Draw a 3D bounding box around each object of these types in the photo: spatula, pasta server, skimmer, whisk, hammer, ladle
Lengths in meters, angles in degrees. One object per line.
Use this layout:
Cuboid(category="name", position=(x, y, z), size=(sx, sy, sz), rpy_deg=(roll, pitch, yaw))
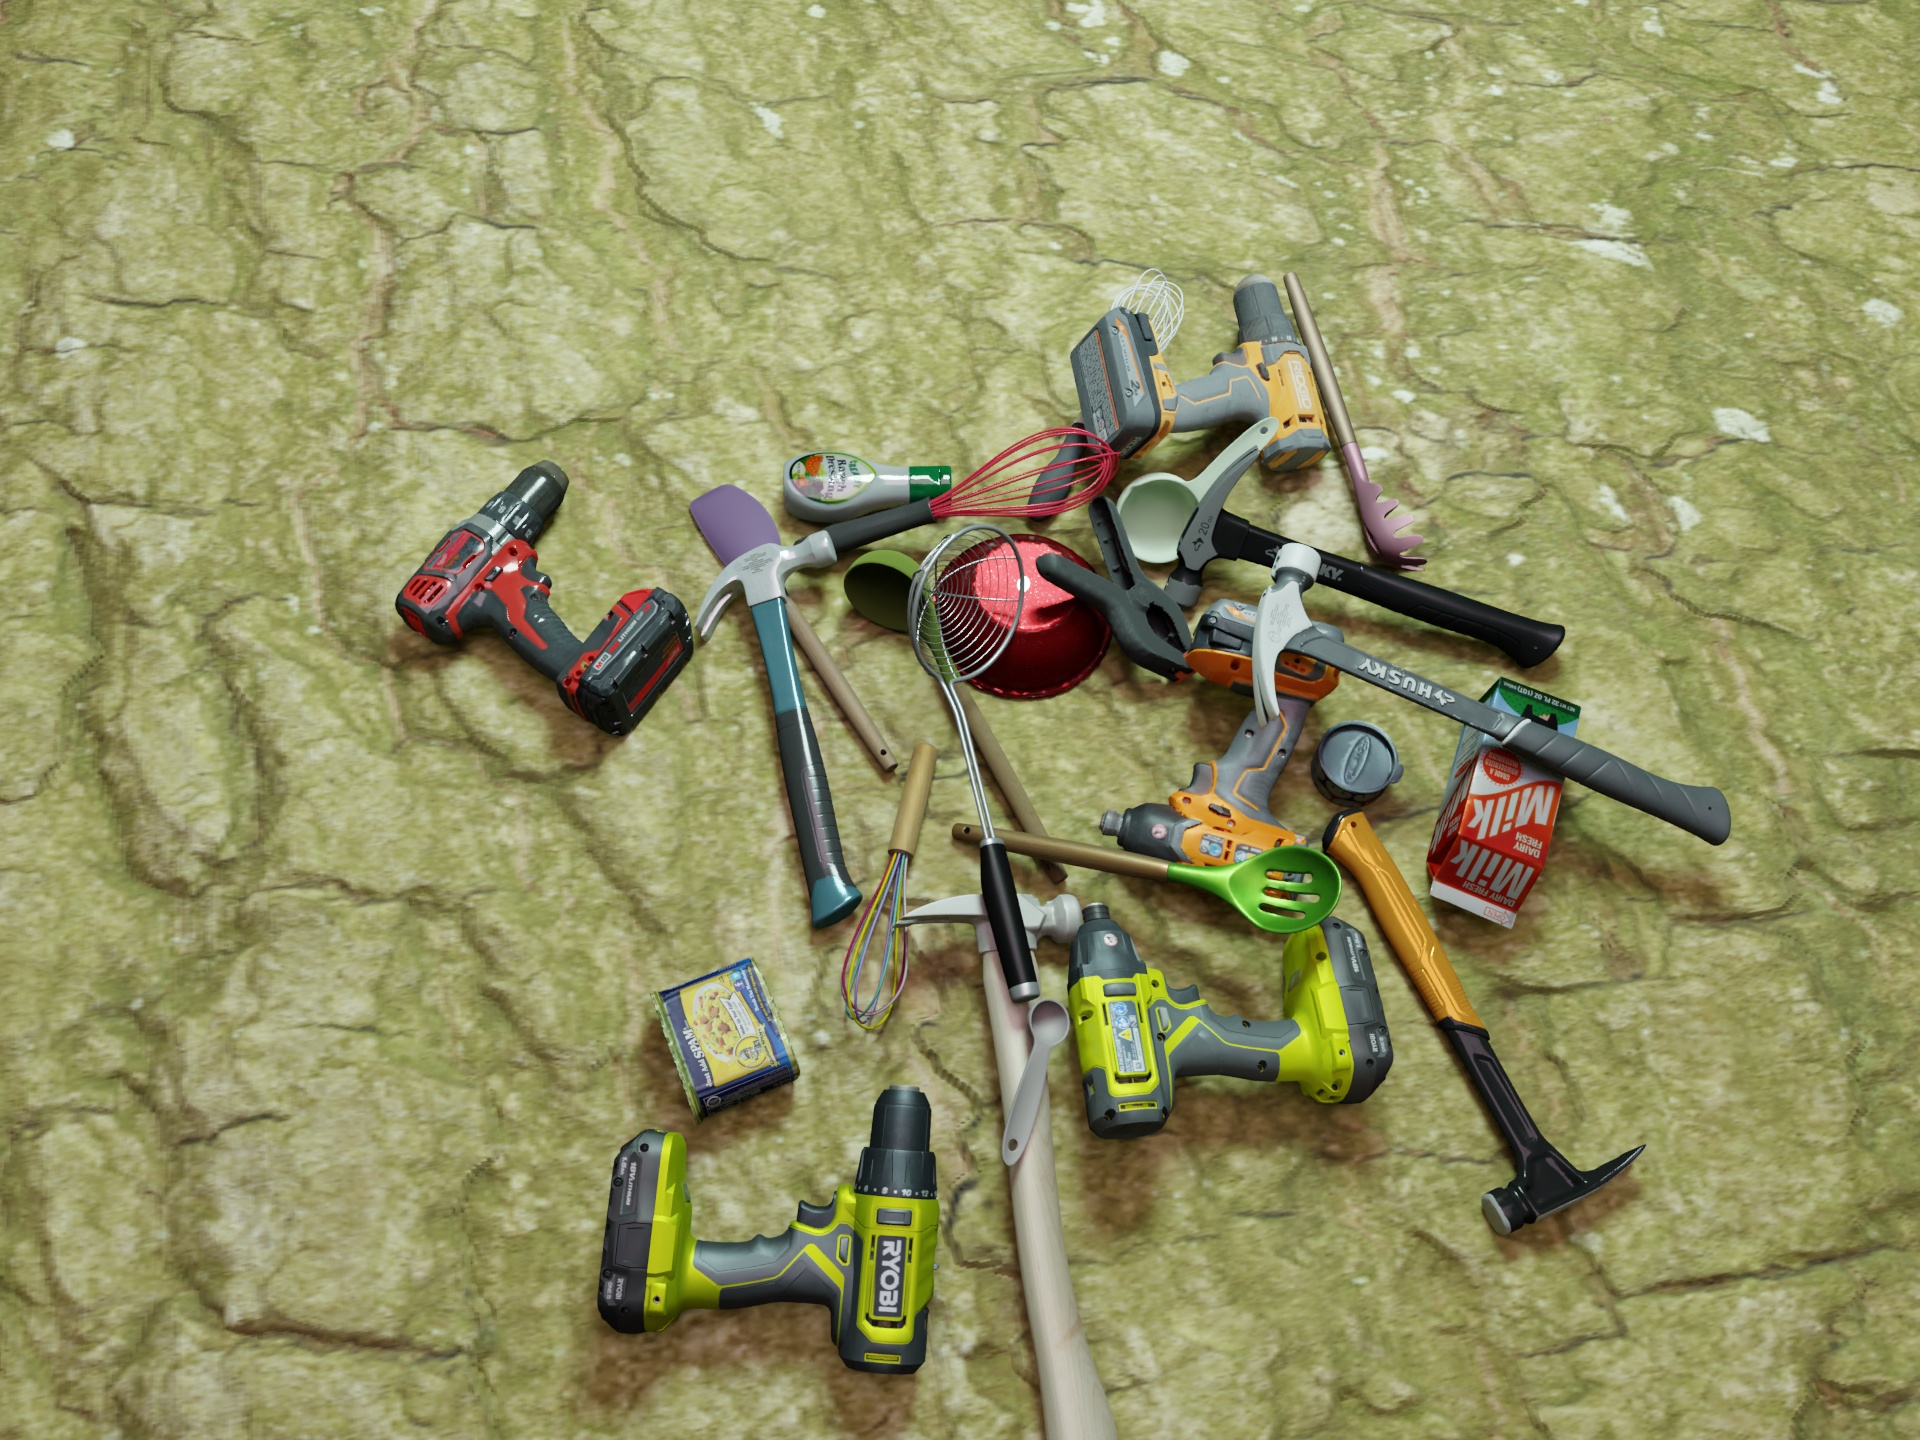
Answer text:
Cuboid(category="spatula", position=(-0.137, -0.084, 1.359), size=(0.060, 0.018, 0.316), rpy_deg=(-29, 69, -12))
Cuboid(category="pasta server", position=(0.351, -0.273, 1.437), size=(0.040, 0.060, 0.316), rpy_deg=(-16, 71, 7))
Cuboid(category="skimmer", position=(0.032, 0.028, 1.217), size=(0.090, 0.127, 0.364), rpy_deg=(-27, 66, 33))
Cuboid(category="whisk", position=(-0.051, 0.128, 1.257), size=(0.047, 0.051, 0.245), rpy_deg=(22, 60, -15))
Cuboid(category="hammer", position=(-0.134, 0.006, 1.299), size=(0.128, 0.033, 0.331), rpy_deg=(-16, 69, 5))
Cuboid(category="ladle", position=(-0.002, -0.004, 1.309), size=(0.062, 0.078, 0.320), rpy_deg=(-18, 71, -34))
Cuboid(category="whisk", position=(-0.006, -0.187, 1.362), size=(0.296, 0.073, 0.073), rpy_deg=(-16, 66, 10))
Cuboid(category="hammer", position=(0.043, 0.325, 1.152), size=(0.146, 0.038, 0.411), rpy_deg=(1, 66, -19))
Cuboid(category="hammer", position=(0.385, 0.214, 1.233), size=(0.127, 0.034, 0.337), rpy_deg=(-22, 68, -11))
Cuboid(category="whisk", position=(0.130, -0.295, 1.453), size=(0.070, 0.070, 0.285), rpy_deg=(25, 72, 9))
Cuboid(category="hammer", position=(0.354, -0.121, 1.357), size=(0.334, 0.146, 0.035), rpy_deg=(18, 21, -1))
Cuboid(category="hammer", position=(0.414, 0.005, 1.237), size=(0.409, 0.036, 0.149), rpy_deg=(23, 67, -4))

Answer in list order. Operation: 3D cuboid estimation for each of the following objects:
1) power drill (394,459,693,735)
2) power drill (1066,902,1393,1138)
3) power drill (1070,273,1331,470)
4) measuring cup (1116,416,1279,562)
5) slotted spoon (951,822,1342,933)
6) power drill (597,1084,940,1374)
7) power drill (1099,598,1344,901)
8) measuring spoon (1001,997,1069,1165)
Cuboid(category="power drill", position=(-0.334, -0.110, 1.334), size=(0.227, 0.080, 0.188), rpy_deg=(29, 67, 14))
Cuboid(category="power drill", position=(0.193, 0.214, 1.184), size=(0.223, 0.080, 0.171), rpy_deg=(-1, 62, -12))
Cuboid(category="power drill", position=(0.214, -0.316, 1.414), size=(0.226, 0.084, 0.185), rpy_deg=(-3, 74, -25))
Cuboid(category="measuring cup", position=(0.206, -0.207, 1.378), size=(0.167, 0.038, 0.083), rpy_deg=(-40, 107, 13))
Cuboid(category="slotted spoon", position=(0.137, 0.110, 1.225), size=(0.314, 0.031, 0.070), rpy_deg=(9, 68, 23))
Cuboid(category="power drill", position=(-0.127, 0.348, 1.116), size=(0.228, 0.080, 0.191), rpy_deg=(4, 76, -2))
Cuboid(category="power drill", position=(0.211, 0.024, 1.276), size=(0.164, 0.084, 0.226), rpy_deg=(14, 78, 4))
Cuboid(category="measuring spoon", position=(0.049, 0.262, 1.157), size=(0.034, 0.018, 0.124), rpy_deg=(27, 67, -20))
